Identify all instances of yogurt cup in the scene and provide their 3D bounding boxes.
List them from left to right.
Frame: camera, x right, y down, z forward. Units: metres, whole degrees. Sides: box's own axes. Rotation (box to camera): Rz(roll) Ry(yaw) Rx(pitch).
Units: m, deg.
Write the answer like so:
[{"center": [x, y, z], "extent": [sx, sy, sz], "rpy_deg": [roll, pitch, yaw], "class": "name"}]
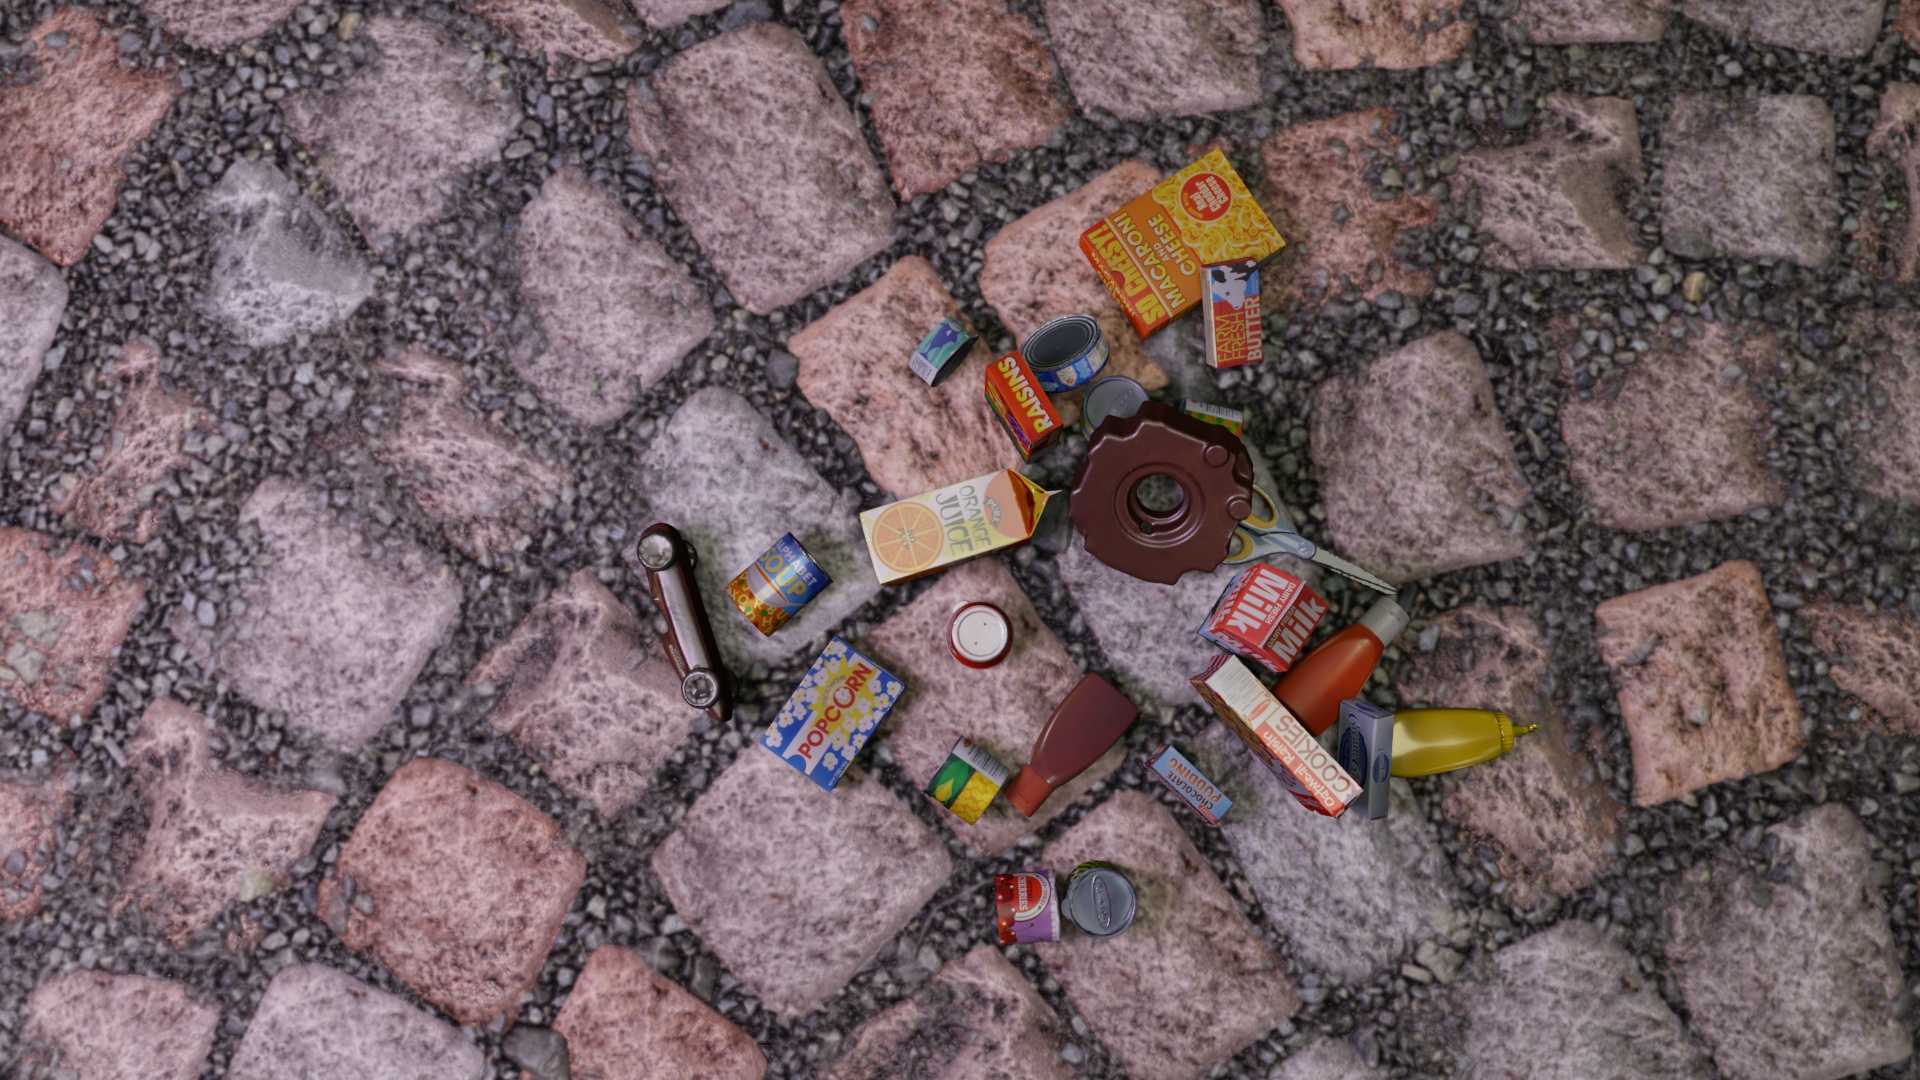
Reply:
[{"center": [0.019, 0.091, 1.346], "extent": [0.072, 0.054, 0.072], "rpy_deg": [0, 84, 0], "class": "yogurt cup"}]

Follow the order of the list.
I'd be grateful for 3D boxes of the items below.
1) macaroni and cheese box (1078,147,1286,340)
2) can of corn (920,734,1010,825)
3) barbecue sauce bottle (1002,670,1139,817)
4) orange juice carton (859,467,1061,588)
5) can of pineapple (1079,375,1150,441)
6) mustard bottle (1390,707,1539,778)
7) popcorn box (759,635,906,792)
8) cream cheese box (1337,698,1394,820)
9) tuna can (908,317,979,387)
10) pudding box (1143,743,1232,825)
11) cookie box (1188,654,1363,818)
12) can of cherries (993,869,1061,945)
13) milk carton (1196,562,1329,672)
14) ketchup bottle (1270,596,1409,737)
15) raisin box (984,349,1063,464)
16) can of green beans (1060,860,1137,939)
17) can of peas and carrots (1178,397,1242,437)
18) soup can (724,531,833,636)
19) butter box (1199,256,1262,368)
[{"center": [0.222, -0.299, 1.399], "extent": [0.166, 0.040, 0.124], "rpy_deg": [-33, 83, -3], "class": "macaroni and cheese box"}, {"center": [0.005, 0.231, 1.323], "extent": [0.058, 0.071, 0.071], "rpy_deg": [35, 85, 4], "class": "can of corn"}, {"center": [0.102, 0.199, 1.337], "extent": [0.065, 0.043, 0.148], "rpy_deg": [41, 86, 5], "class": "barbecue sauce bottle"}, {"center": [0.005, -0.017, 1.350], "extent": [0.193, 0.071, 0.073], "rpy_deg": [-17, 84, -1], "class": "orange juice carton"}, {"center": [0.151, -0.126, 1.369], "extent": [0.071, 0.058, 0.071], "rpy_deg": [0, 83, 0], "class": "can of pineapple"}, {"center": [0.474, 0.190, 1.331], "extent": [0.160, 0.049, 0.065], "rpy_deg": [-6, 84, -1], "class": "mustard bottle"}, {"center": [-0.122, 0.167, 1.346], "extent": [0.085, 0.038, 0.127], "rpy_deg": [35, 84, 3], "class": "popcorn box"}, {"center": [0.381, 0.205, 1.311], "extent": [0.024, 0.053, 0.103], "rpy_deg": [-6, 104, -23], "class": "cream cheese box"}, {"center": [-0.017, -0.188, 1.375], "extent": [0.033, 0.071, 0.071], "rpy_deg": [42, 85, 5], "class": "tuna can"}, {"center": [0.217, 0.232, 1.328], "extent": [0.084, 0.049, 0.030], "rpy_deg": [44, 84, 5], "class": "pudding box"}, {"center": [0.290, 0.181, 1.297], "extent": [0.040, 0.123, 0.167], "rpy_deg": [-42, 85, -3], "class": "cookie box"}, {"center": [0.062, 0.343, 1.305], "extent": [0.058, 0.071, 0.071], "rpy_deg": [-5, 83, 1], "class": "can of cherries"}, {"center": [0.278, 0.072, 1.276], "extent": [0.073, 0.190, 0.072], "rpy_deg": [34, 85, 5], "class": "milk carton"}, {"center": [0.371, 0.118, 1.343], "extent": [0.149, 0.043, 0.065], "rpy_deg": [-45, 90, -5], "class": "ketchup bottle"}, {"center": [0.059, -0.127, 1.337], "extent": [0.040, 0.123, 0.086], "rpy_deg": [-30, 84, -3], "class": "raisin box"}, {"center": [0.131, 0.338, 1.311], "extent": [0.071, 0.058, 0.071], "rpy_deg": [0, 83, 1], "class": "can of green beans"}, {"center": [0.239, -0.099, 1.362], "extent": [0.059, 0.071, 0.071], "rpy_deg": [13, 84, 2], "class": "can of peas and carrots"}, {"center": [-0.176, 0.042, 1.345], "extent": [0.084, 0.071, 0.071], "rpy_deg": [-41, 84, -4], "class": "soup can"}, {"center": [0.268, -0.225, 1.372], "extent": [0.053, 0.024, 0.103], "rpy_deg": [-12, 111, -10], "class": "butter box"}]
